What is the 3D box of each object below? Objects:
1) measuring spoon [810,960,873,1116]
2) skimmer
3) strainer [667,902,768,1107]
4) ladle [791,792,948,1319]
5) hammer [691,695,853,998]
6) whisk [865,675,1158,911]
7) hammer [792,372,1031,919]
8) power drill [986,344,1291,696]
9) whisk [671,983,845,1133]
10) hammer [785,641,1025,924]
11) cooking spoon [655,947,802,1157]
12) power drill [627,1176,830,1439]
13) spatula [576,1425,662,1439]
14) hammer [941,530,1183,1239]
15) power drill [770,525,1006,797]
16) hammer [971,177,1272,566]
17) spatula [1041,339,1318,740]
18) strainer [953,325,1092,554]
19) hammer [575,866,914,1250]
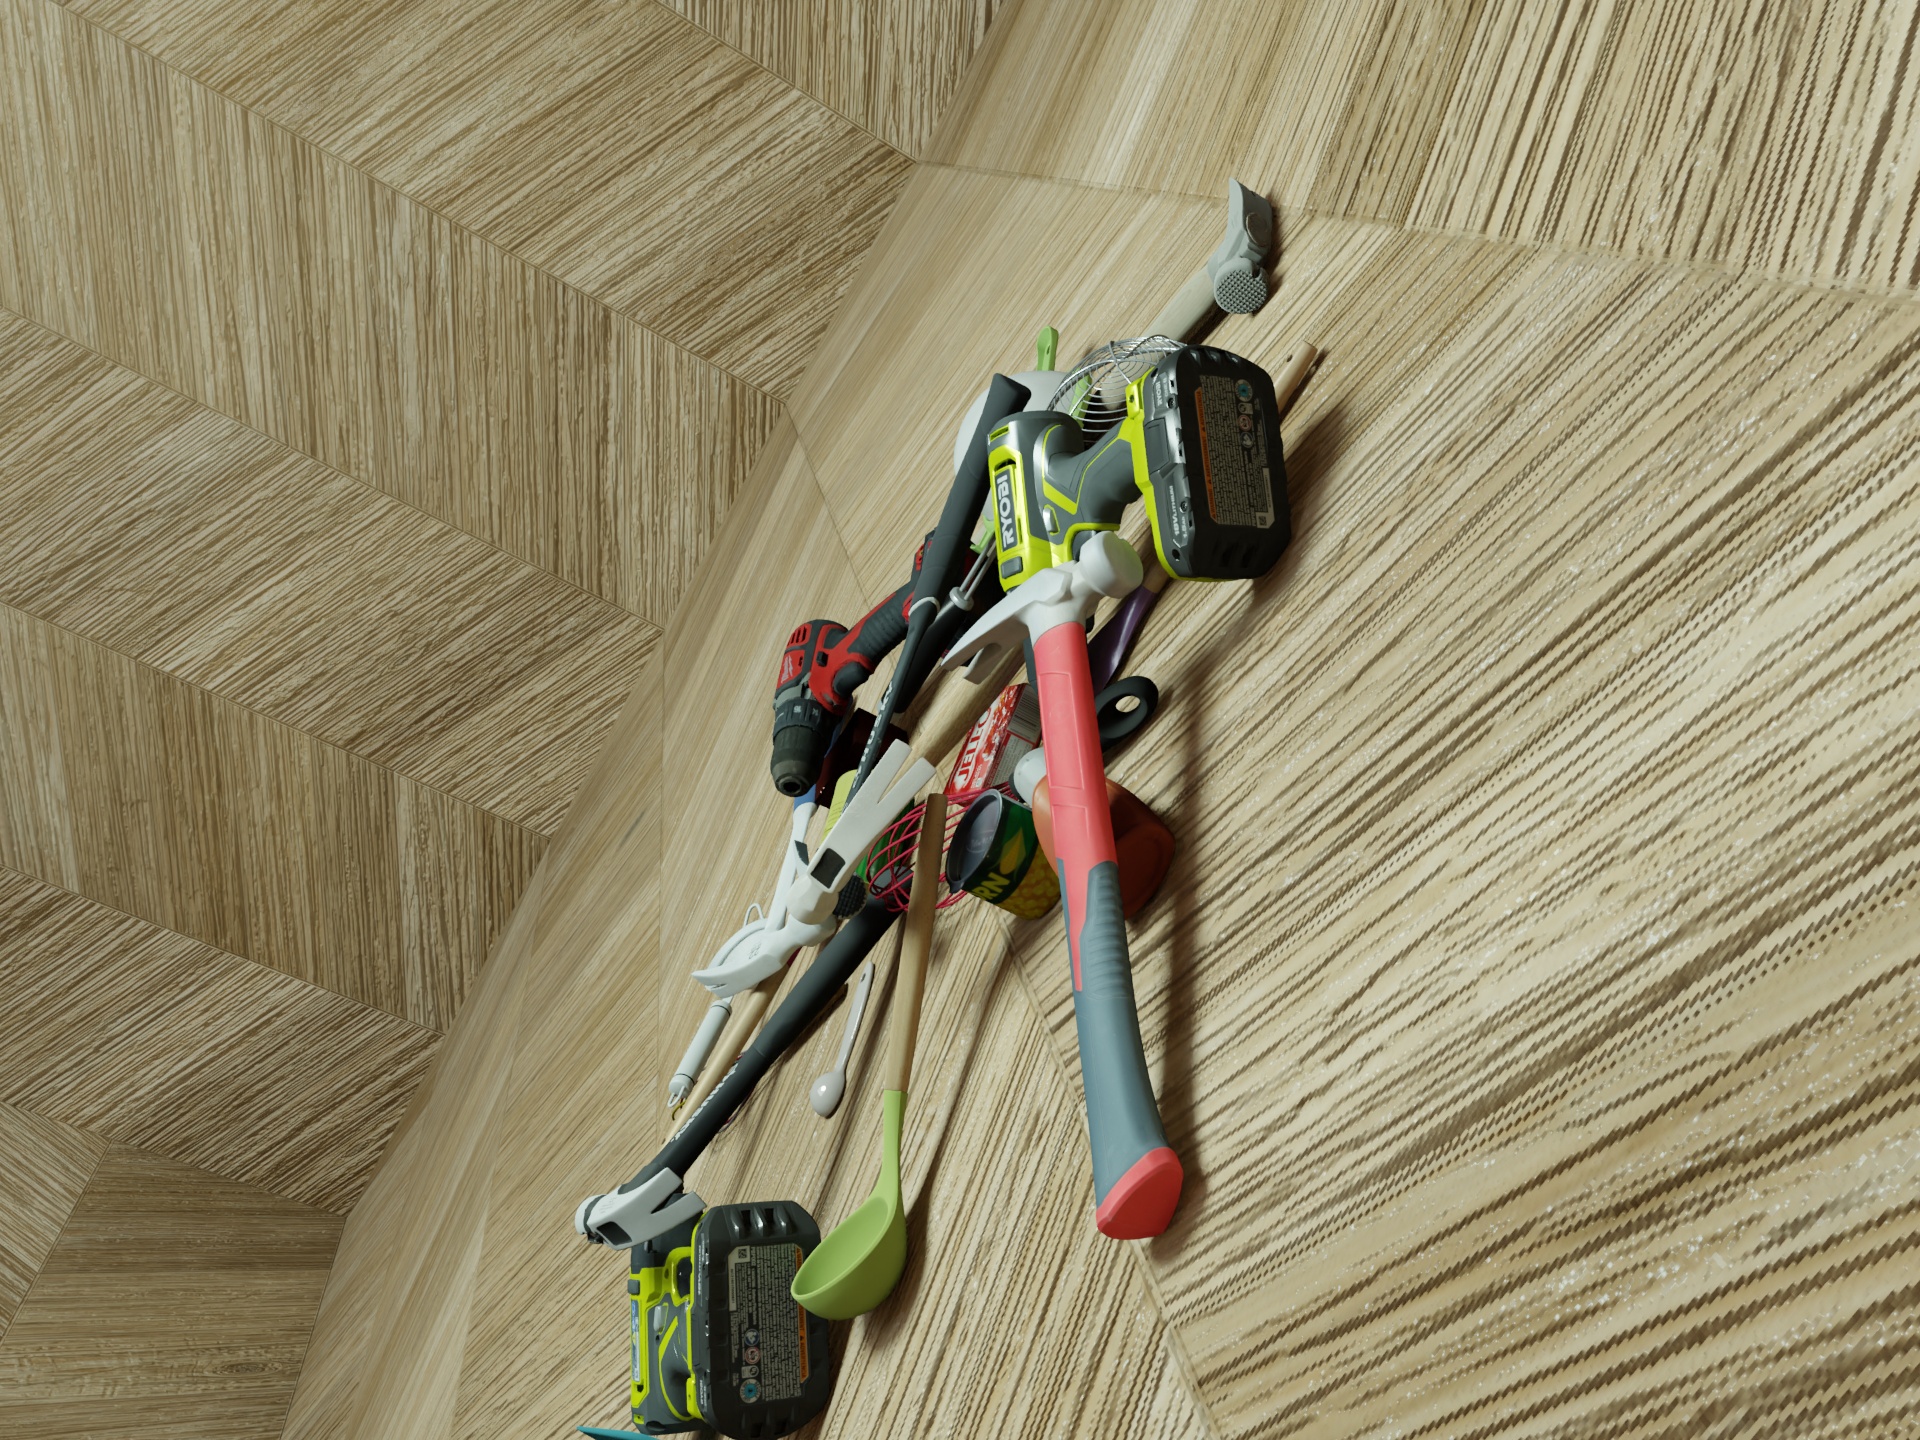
[{"bbox_3d":[-0.089,0.234,1.187,0.034,0.018,0.124,-37,31,54],"label":"measuring spoon"},{"bbox_3d":[0.055,-0.128,1.179,0.363,0.090,0.127,-56,34,30],"label":"skimmer"},{"bbox_3d":[-0.205,0.249,1.377,0.087,0.050,0.259,-28,18,24],"label":"strainer"},{"bbox_3d":[-0.047,0.197,0.971,0.078,0.062,0.320,153,128,-64],"label":"ladle"},{"bbox_3d":[-0.148,0.092,1.445,0.144,0.035,0.406,-36,23,24],"label":"hammer"},{"bbox_3d":[0.029,0.054,1.055,0.295,0.073,0.073,-41,28,39],"label":"whisk"},{"bbox_3d":[-0.033,-0.060,1.150,0.409,0.036,0.149,-69,16,-4],"label":"hammer"},{"bbox_3d":[0.098,-0.119,0.992,0.228,0.080,0.190,-17,77,58],"label":"power drill"},{"bbox_3d":[-0.169,0.278,1.309,0.245,0.047,0.051,-46,23,34],"label":"whisk"},{"bbox_3d":[-0.002,-0.003,1.062,0.331,0.031,0.130,-50,-3,-43],"label":"hammer"},{"bbox_3d":[-0.160,0.222,1.309,0.069,0.017,0.319,-14,38,54],"label":"cooking spoon"},{"bbox_3d":[-0.165,0.380,1.042,0.223,0.080,0.171,-32,59,58],"label":"power drill"},{"bbox_3d":[-0.160,0.501,0.971,0.044,0.082,0.318,-55,22,-12],"label":"spatula"},{"bbox_3d":[0.056,0.081,0.837,0.143,0.038,0.387,-36,43,36],"label":"hammer"},{"bbox_3d":[-0.072,-0.045,1.327,0.226,0.080,0.188,-31,34,30],"label":"power drill"},{"bbox_3d":[0.110,-0.249,1.277,0.410,0.038,0.146,-46,23,42],"label":"hammer"},{"bbox_3d":[0.137,-0.109,1.041,0.316,0.018,0.060,-57,24,20],"label":"spatula"},{"bbox_3d":[0.044,-0.267,1.319,0.151,0.069,0.257,-49,22,40],"label":"strainer"},{"bbox_3d":[-0.129,0.222,1.102,0.335,0.035,0.146,-49,10,-34],"label":"hammer"}]
